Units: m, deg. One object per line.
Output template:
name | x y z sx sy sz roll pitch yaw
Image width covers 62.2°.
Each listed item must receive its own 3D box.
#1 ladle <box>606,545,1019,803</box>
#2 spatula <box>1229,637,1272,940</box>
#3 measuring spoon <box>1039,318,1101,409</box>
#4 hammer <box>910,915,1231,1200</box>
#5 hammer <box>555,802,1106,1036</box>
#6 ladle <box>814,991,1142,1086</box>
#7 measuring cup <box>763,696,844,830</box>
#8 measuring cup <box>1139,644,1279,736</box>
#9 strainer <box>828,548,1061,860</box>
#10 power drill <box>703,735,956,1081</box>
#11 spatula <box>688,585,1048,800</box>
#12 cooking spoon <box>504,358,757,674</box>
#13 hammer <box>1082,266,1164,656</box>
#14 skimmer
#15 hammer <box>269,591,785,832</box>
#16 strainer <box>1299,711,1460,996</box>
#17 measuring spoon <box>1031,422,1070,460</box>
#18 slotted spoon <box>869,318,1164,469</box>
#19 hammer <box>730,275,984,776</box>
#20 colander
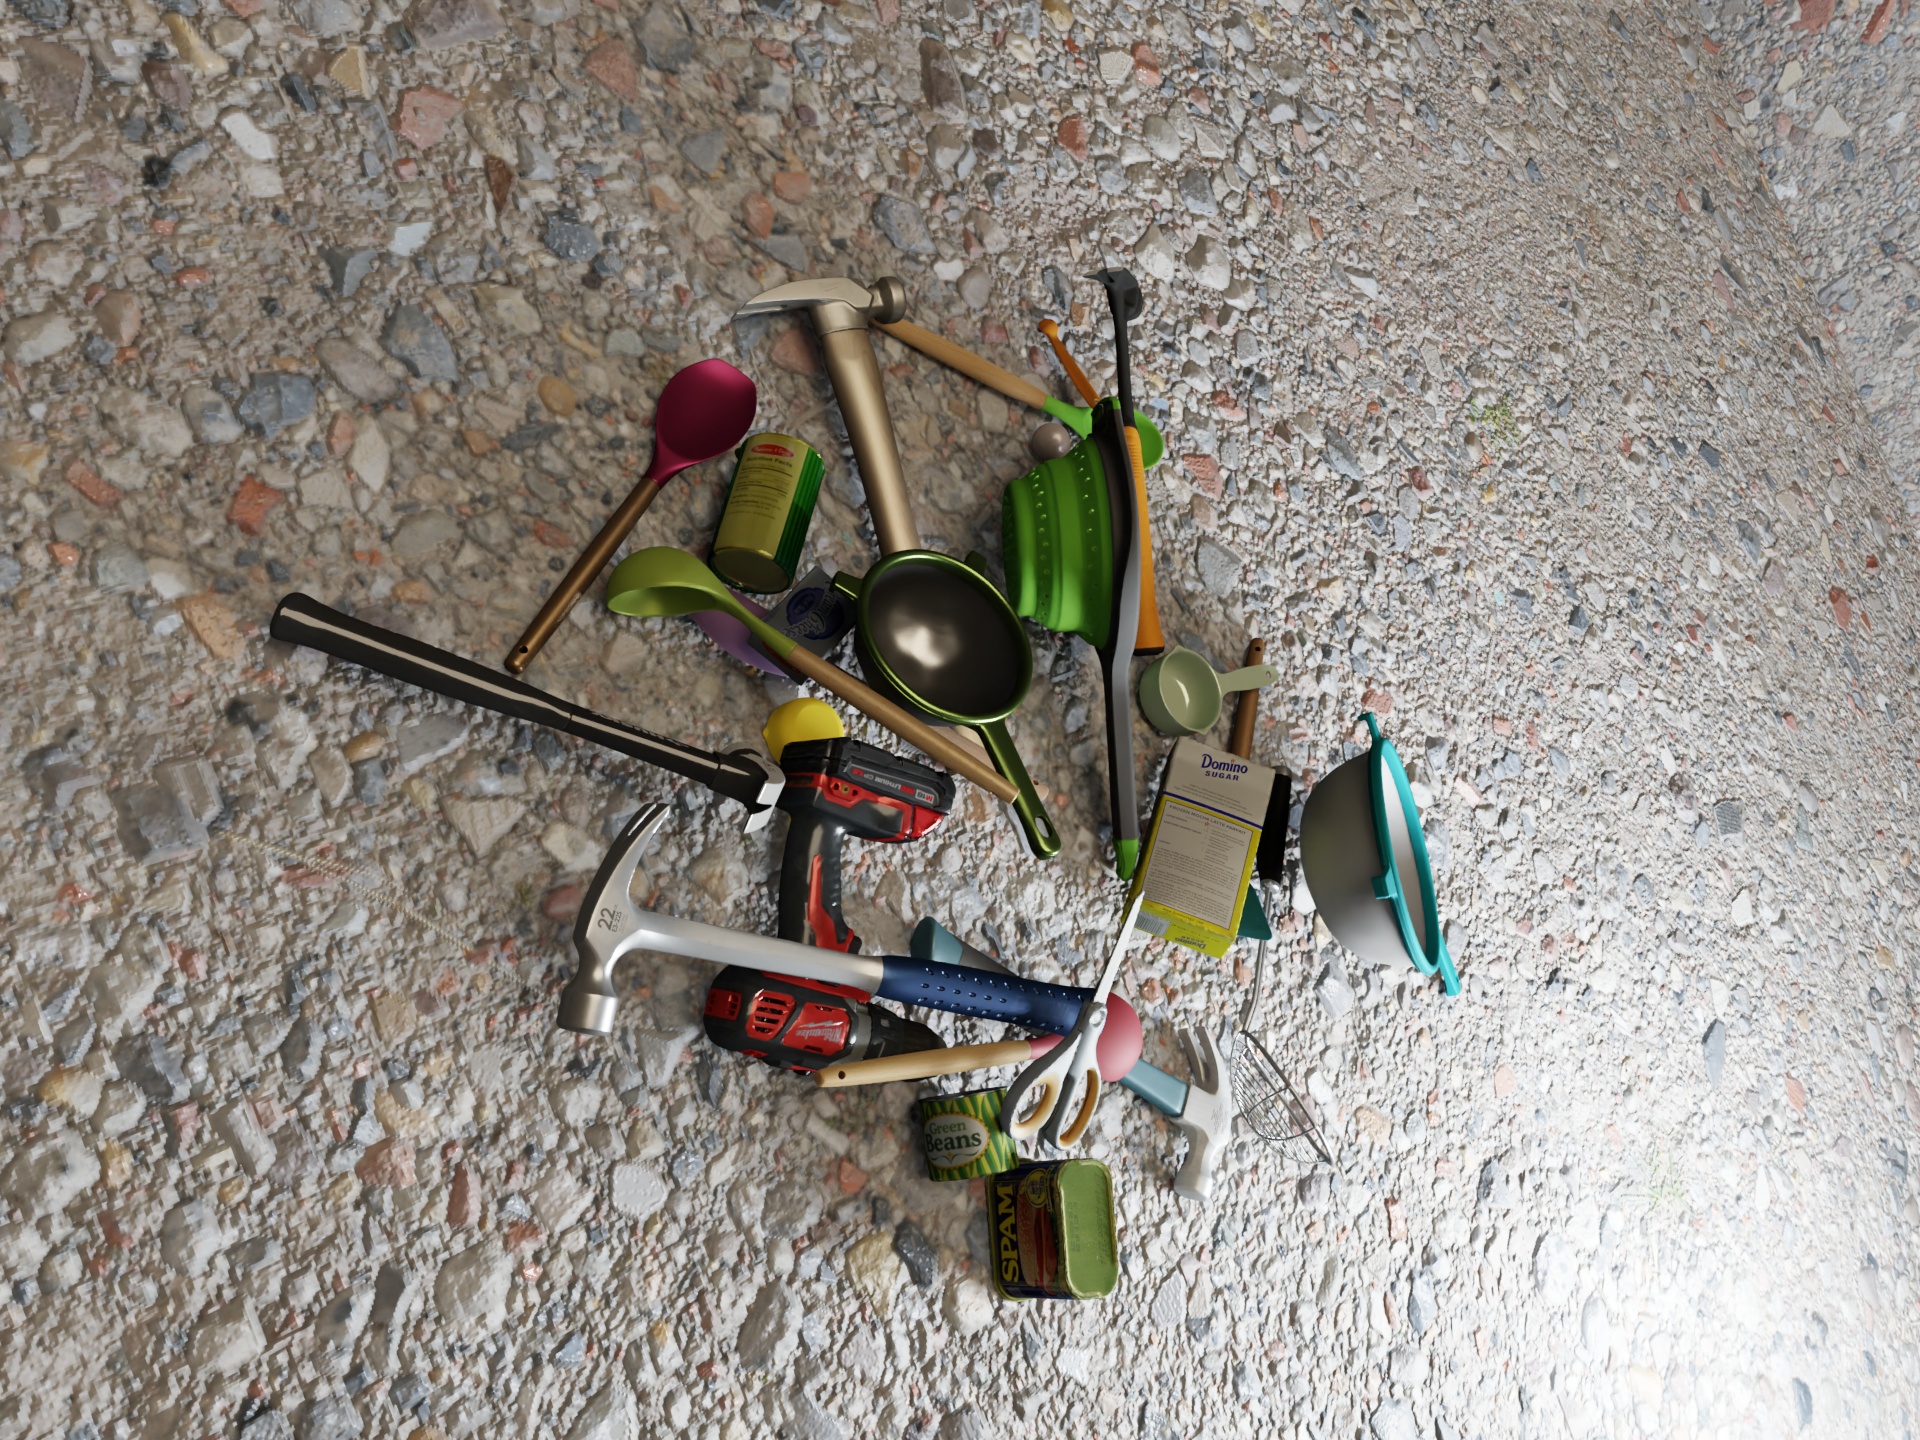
ladle | -0.102 -0.023 1.108 0.320 0.078 0.062 33 75 -1
spatula | 0.252 0.053 1.431 0.082 0.044 0.318 14 61 -1
measuring spoon | 0.104 -0.322 1.442 0.021 0.011 0.117 -9 62 -44
hammer | 0.092 0.251 1.250 0.330 0.033 0.128 35 58 -23
hammer | -0.063 0.162 1.062 0.405 0.035 0.144 17 79 -33
ladle | 0.026 0.240 1.150 0.315 0.031 0.069 2 74 -40
measuring cup | -0.110 0.057 1.161 0.062 0.029 0.157 10 67 -35
measuring cup | 0.226 -0.029 1.445 0.167 0.038 0.083 -11 82 -41
strainer | -0.002 -0.004 1.184 0.151 0.069 0.256 -14 72 -41
power drill | -0.071 0.141 1.124 0.187 0.080 0.227 22 73 -34
spatula | -0.065 -0.015 1.204 0.315 0.018 0.060 29 44 -18
cooking spoon | -0.236 -0.152 1.143 0.068 0.017 0.319 33 57 -8
hammer | 0.149 -0.224 1.392 0.127 0.034 0.337 -14 99 -74
skimmer | 0.293 0.201 1.383 0.127 0.090 0.364 61 35 -53
hammer | -0.267 -0.007 1.015 0.334 0.146 0.035 22 95 -21
strainer | 0.381 0.165 1.454 0.340 0.095 0.211 56 30 -43
measuring spoon | 0.103 -0.208 1.413 0.124 0.034 0.018 57 12 -12
slotted spoon | 0.051 -0.295 1.406 0.313 0.031 0.070 20 63 -29
hammer | -0.060 -0.154 1.263 0.146 0.038 0.411 -14 86 -31
colander | 0.090 -0.063 1.313 0.094 0.204 0.397 -4 94 -4
